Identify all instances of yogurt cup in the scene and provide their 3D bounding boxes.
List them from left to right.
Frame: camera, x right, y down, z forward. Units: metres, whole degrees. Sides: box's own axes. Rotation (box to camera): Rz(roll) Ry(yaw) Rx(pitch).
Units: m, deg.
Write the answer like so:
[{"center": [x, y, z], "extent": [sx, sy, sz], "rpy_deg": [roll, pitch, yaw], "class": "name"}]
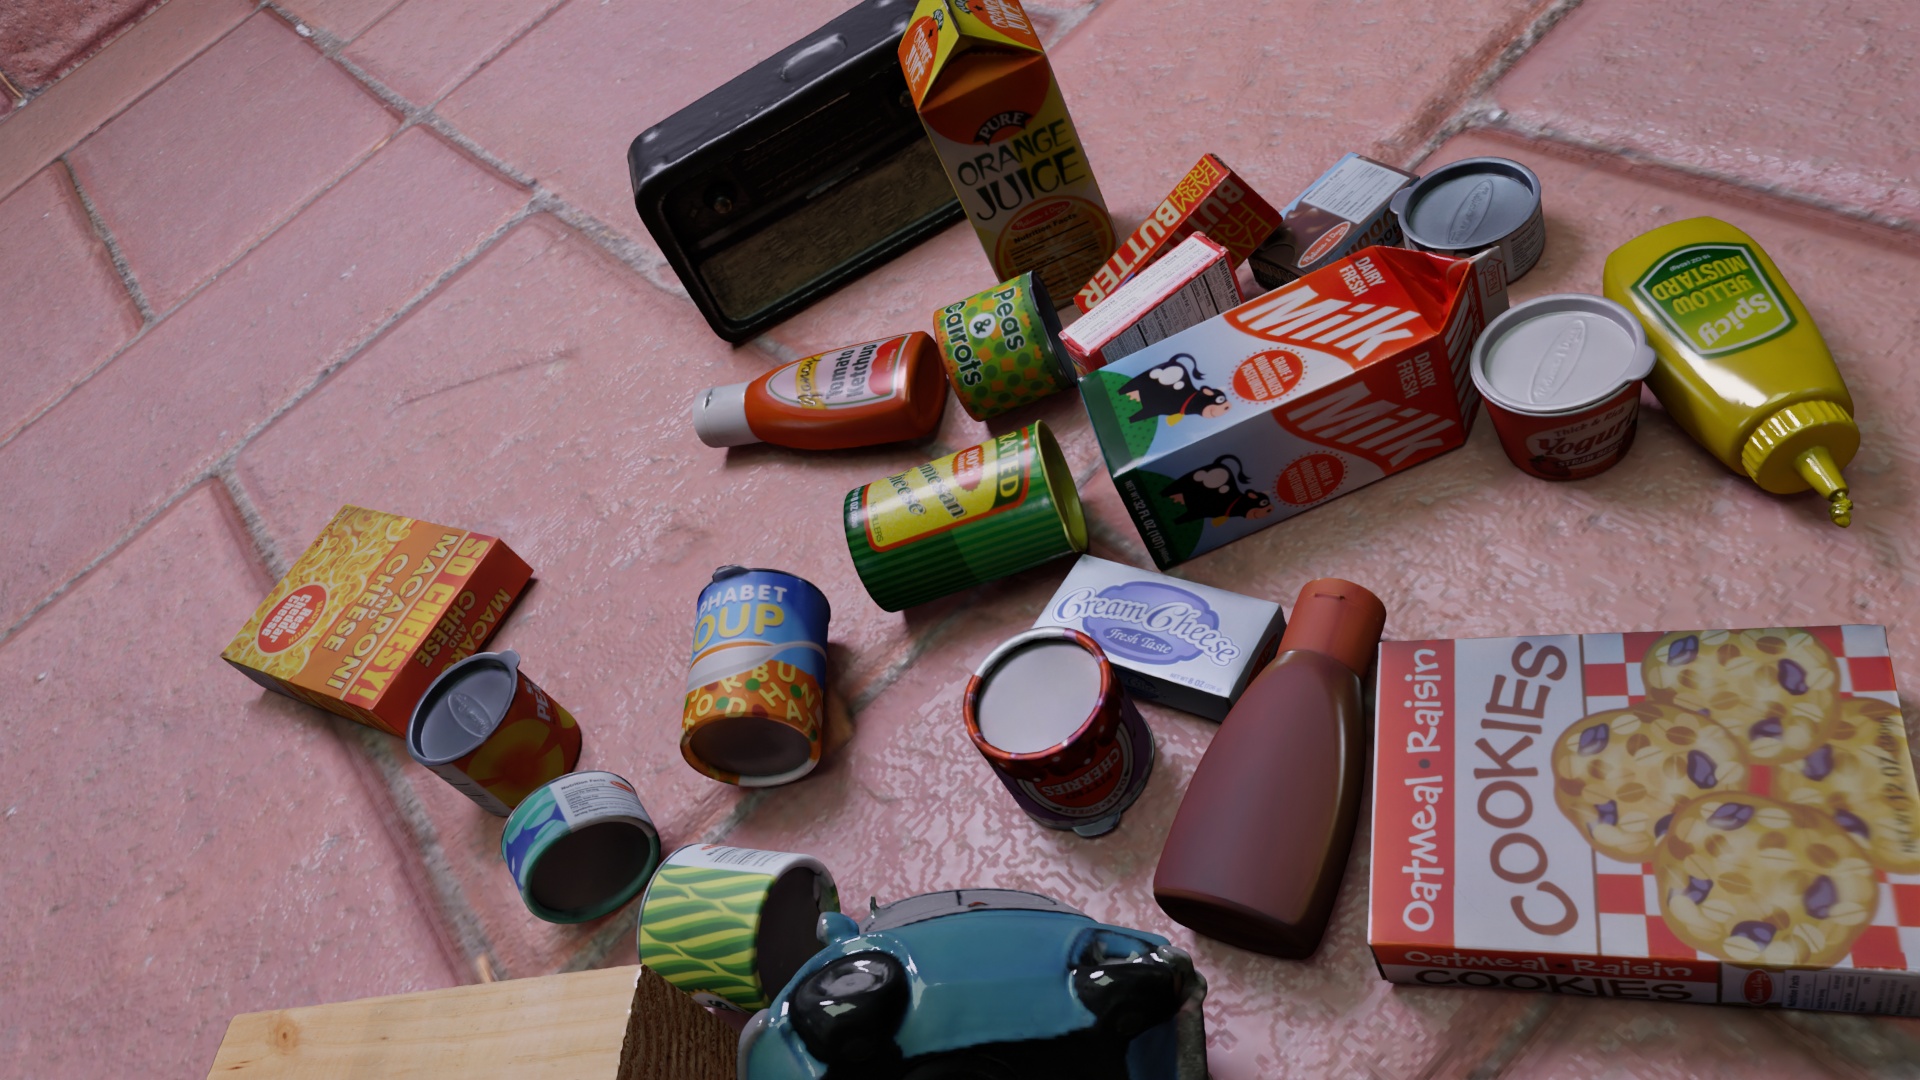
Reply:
[{"center": [0.255, -0.063, 0.589], "extent": [0.072, 0.053, 0.073], "rpy_deg": [-15, 47, 17], "class": "yogurt cup"}]

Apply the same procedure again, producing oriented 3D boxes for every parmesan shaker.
[{"center": [0.002, -0.008, 0.673], "extent": [0.103, 0.071, 0.072], "rpy_deg": [-19, 46, 14], "class": "parmesan shaker"}]

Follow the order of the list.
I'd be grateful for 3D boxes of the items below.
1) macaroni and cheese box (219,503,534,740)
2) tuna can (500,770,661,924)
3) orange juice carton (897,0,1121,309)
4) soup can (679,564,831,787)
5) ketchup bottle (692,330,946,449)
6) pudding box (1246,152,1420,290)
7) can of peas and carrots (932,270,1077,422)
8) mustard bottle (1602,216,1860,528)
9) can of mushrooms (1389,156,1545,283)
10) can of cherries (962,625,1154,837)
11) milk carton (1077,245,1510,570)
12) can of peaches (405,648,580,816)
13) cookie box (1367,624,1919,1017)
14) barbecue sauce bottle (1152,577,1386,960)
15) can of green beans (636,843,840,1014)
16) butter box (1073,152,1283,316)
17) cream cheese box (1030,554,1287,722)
[{"center": [-0.354, 0.045, 0.844], "extent": [0.166, 0.040, 0.124], "rpy_deg": [10, 58, 35], "class": "macaroni and cheese box"}, {"center": [-0.176, 0.144, 0.642], "extent": [0.071, 0.071, 0.033], "rpy_deg": [-40, 46, -7], "class": "tuna can"}, {"center": [0.024, -0.219, 0.754], "extent": [0.073, 0.192, 0.072], "rpy_deg": [-23, 44, 9], "class": "orange juice carton"}, {"center": [-0.098, 0.064, 0.663], "extent": [0.071, 0.071, 0.084], "rpy_deg": [-16, 47, 17], "class": "soup can"}, {"center": [-0.083, -0.080, 0.799], "extent": [0.148, 0.043, 0.065], "rpy_deg": [-7, 50, 25], "class": "ketchup bottle"}, {"center": [0.195, -0.162, 0.726], "extent": [0.084, 0.030, 0.050], "rpy_deg": [-42, 46, -9], "class": "pudding box"}, {"center": [0.023, -0.104, 0.741], "extent": [0.058, 0.070, 0.071], "rpy_deg": [-20, 46, 14], "class": "can of peas and carrots"}, {"center": [0.318, -0.067, 0.561], "extent": [0.065, 0.048, 0.161], "rpy_deg": [-22, 45, 13], "class": "mustard bottle"}, {"center": [0.251, -0.156, 0.687], "extent": [0.071, 0.033, 0.071], "rpy_deg": [-15, 48, 17], "class": "can of mushrooms"}, {"center": [0.042, 0.080, 0.580], "extent": [0.071, 0.058, 0.072], "rpy_deg": [-15, 46, 16], "class": "can of cherries"}, {"center": [0.158, -0.068, 0.634], "extent": [0.190, 0.072, 0.074], "rpy_deg": [-23, 45, 9], "class": "milk carton"}, {"center": [-0.239, 0.099, 0.720], "extent": [0.071, 0.058, 0.071], "rpy_deg": [-16, 46, 17], "class": "can of peaches"}, {"center": [0.230, 0.093, 0.479], "extent": [0.167, 0.040, 0.123], "rpy_deg": [-4, 51, 25], "class": "cookie box"}, {"center": [0.128, 0.083, 0.541], "extent": [0.065, 0.043, 0.149], "rpy_deg": [7, 56, 33], "class": "barbecue sauce bottle"}, {"center": [-0.091, 0.162, 0.578], "extent": [0.058, 0.071, 0.071], "rpy_deg": [-2, 52, 28], "class": "can of green beans"}, {"center": [0.112, -0.144, 0.715], "extent": [0.103, 0.053, 0.024], "rpy_deg": [-47, 44, 20], "class": "butter box"}, {"center": [0.086, 0.042, 0.612], "extent": [0.104, 0.024, 0.053], "rpy_deg": [14, 56, 37], "class": "cream cheese box"}]
